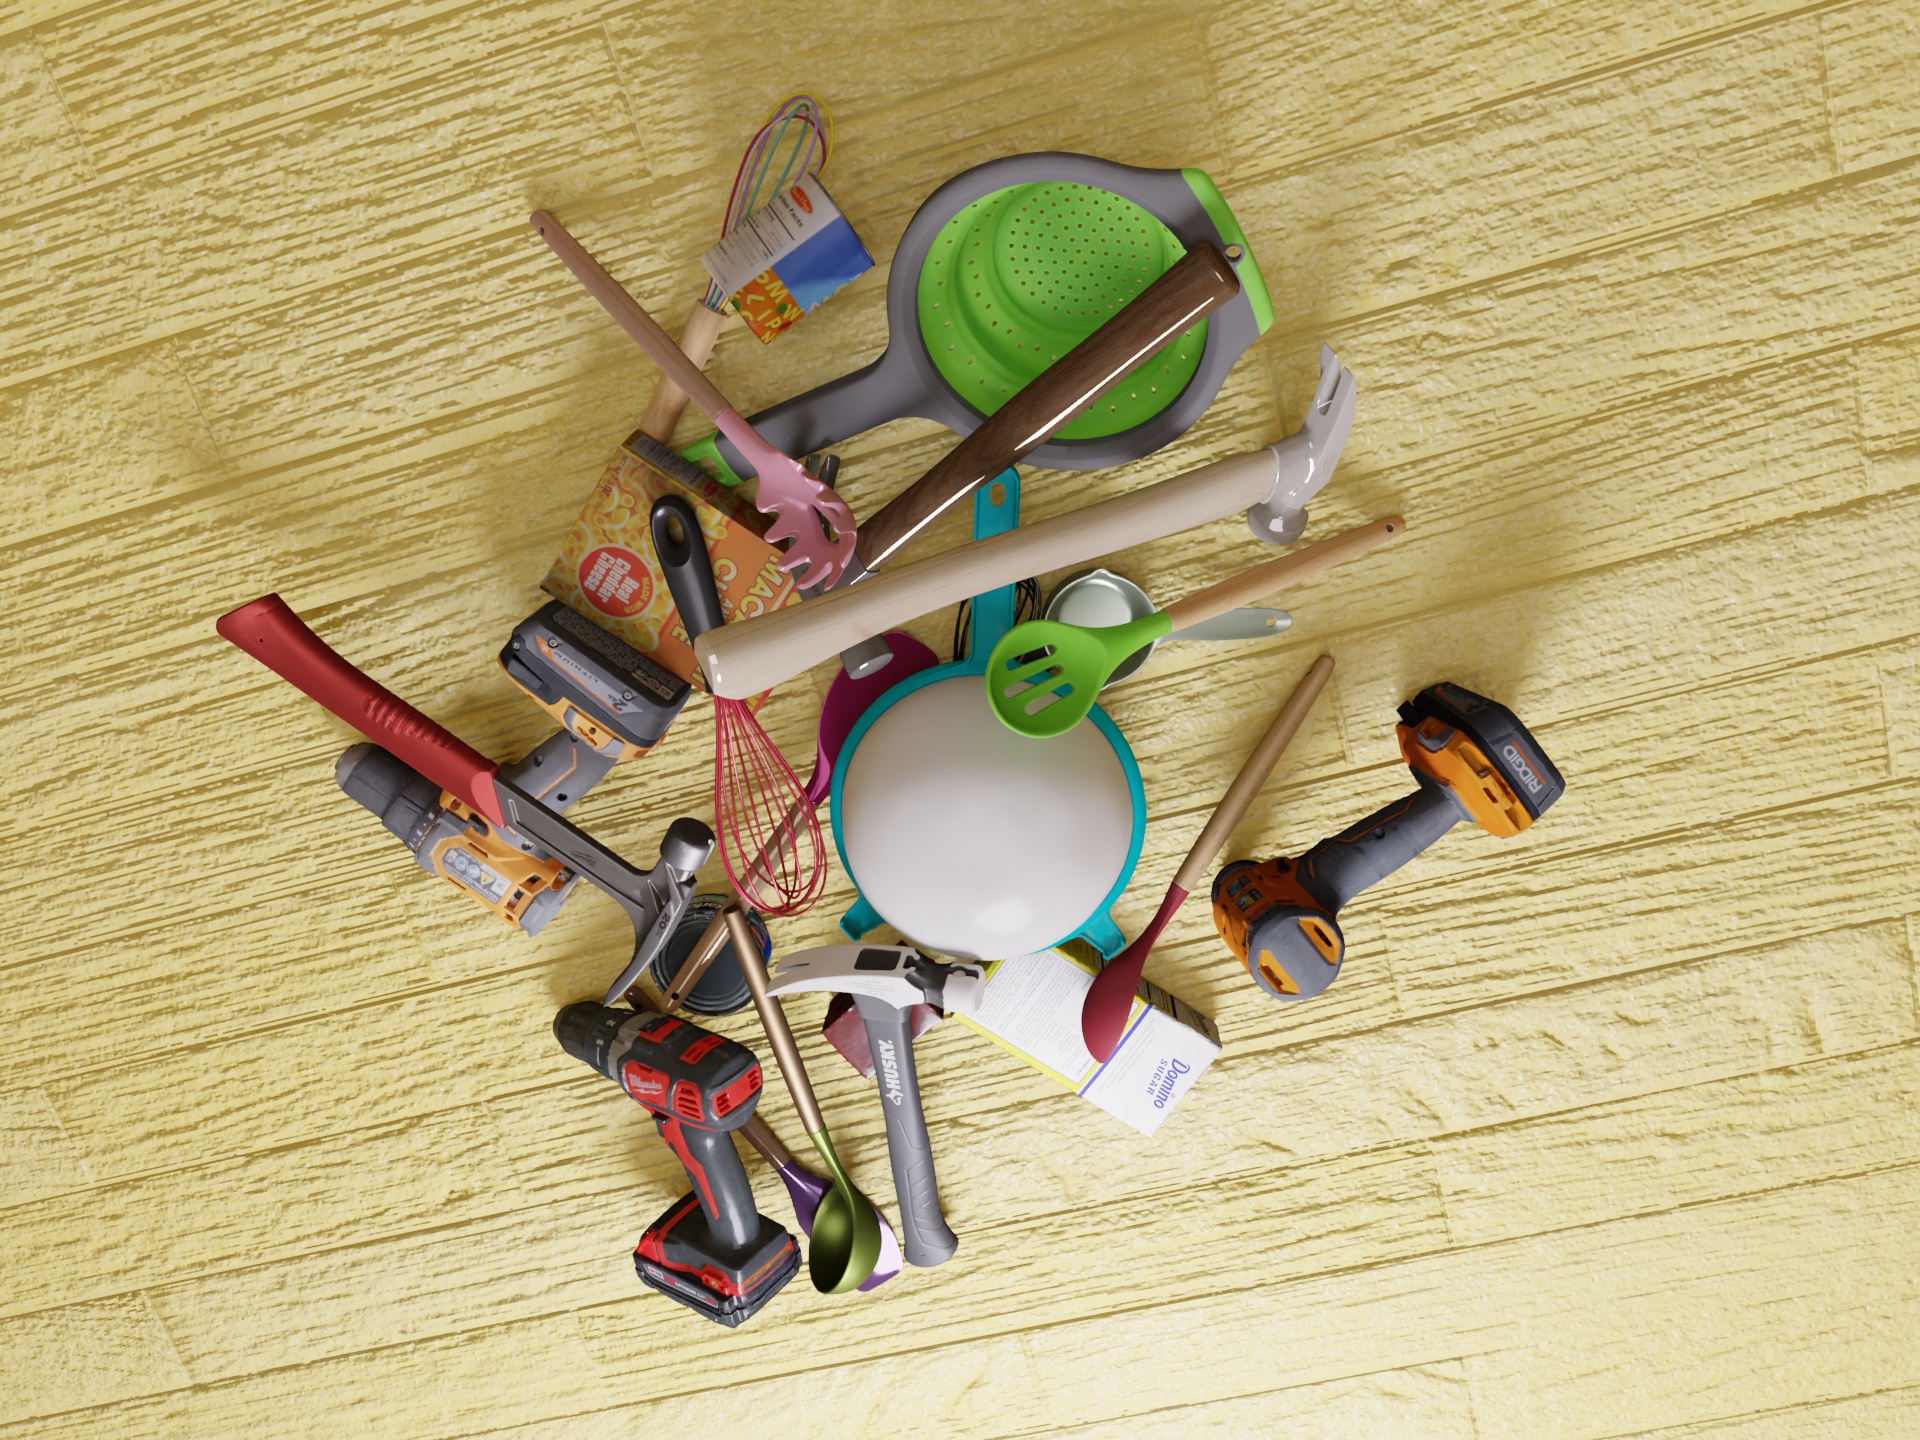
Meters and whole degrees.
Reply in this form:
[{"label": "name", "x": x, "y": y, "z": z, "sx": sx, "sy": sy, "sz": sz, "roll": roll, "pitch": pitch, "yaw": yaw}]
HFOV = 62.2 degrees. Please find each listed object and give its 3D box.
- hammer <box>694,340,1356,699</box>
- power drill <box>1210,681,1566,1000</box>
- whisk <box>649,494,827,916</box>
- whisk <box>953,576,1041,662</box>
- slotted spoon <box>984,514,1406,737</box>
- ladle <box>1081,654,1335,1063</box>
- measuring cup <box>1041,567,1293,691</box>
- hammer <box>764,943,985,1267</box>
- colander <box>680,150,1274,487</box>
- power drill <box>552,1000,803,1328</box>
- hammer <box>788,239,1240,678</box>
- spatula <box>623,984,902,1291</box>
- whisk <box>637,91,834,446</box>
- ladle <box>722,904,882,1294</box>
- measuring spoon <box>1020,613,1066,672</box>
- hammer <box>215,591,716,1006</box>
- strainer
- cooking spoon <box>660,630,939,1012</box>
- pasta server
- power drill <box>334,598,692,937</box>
[{"label": "hammer", "x": 0.045, "y": -0.105, "z": 0.913, "sx": 0.410, "sy": 0.038, "sz": 0.146, "roll": -21, "pitch": 151, "yaw": -19}, {"label": "power drill", "x": 0.262, "y": 0.076, "z": 1.043, "sx": 0.226, "sy": 0.164, "sz": 0.084, "roll": -40, "pitch": 102, "yaw": 3}, {"label": "whisk", "x": -0.150, "y": -0.004, "z": 1.039, "sx": 0.073, "sy": 0.073, "sz": 0.295, "roll": -12, "pitch": 106, "yaw": 8}, {"label": "whisk", "x": -0.003, "y": -0.004, "z": 1.082, "sx": 0.055, "sy": 0.055, "sz": 0.239, "roll": 21, "pitch": 114, "yaw": -3}, {"label": "slotted spoon", "x": 0.150, "y": -0.069, "z": 0.988, "sx": 0.313, "sy": 0.031, "sz": 0.070, "roll": -23, "pitch": 93, "yaw": -18}, {"label": "ladle", "x": 0.164, "y": 0.091, "z": 1.075, "sx": 0.031, "sy": 0.069, "sz": 0.315, "roll": 31, "pitch": 93, "yaw": -10}, {"label": "measuring cup", "x": 0.135, "y": -0.066, "z": 1.058, "sx": 0.167, "sy": 0.038, "sz": 0.083, "roll": -3, "pitch": 107, "yaw": -5}, {"label": "hammer", "x": -0.045, "y": 0.283, "z": 1.132, "sx": 0.146, "sy": 0.035, "sz": 0.334, "roll": 6, "pitch": 130, "yaw": 15}, {"label": "colander", "x": -0.005, "y": -0.238, "z": 0.985, "sx": 0.397, "sy": 0.095, "sz": 0.204, "roll": -16, "pitch": 127, "yaw": 28}, {"label": "power drill", "x": -0.212, "y": 0.312, "z": 1.167, "sx": 0.188, "sy": 0.080, "sz": 0.226, "roll": 10, "pitch": 119, "yaw": 37}, {"label": "hammer", "x": 0.021, "y": -0.164, "z": 0.929, "sx": 0.331, "sy": 0.031, "sz": 0.130, "roll": -35, "pitch": 78, "yaw": 29}, {"label": "spatula", "x": -0.150, "y": 0.319, "z": 1.216, "sx": 0.060, "sy": 0.018, "sz": 0.315, "roll": -35, "pitch": 104, "yaw": 12}, {"label": "whisk", "x": -0.145, "y": -0.278, "z": 1.001, "sx": 0.047, "sy": 0.051, "sz": 0.245, "roll": 27, "pitch": 112, "yaw": -11}, {"label": "ladle", "x": -0.124, "y": 0.278, "z": 1.148, "sx": 0.062, "sy": 0.078, "sz": 0.320, "roll": -23, "pitch": 111, "yaw": -16}, {"label": "measuring spoon", "x": 0.042, "y": -0.017, "z": 1.087, "sx": 0.034, "sy": 0.018, "sz": 0.124, "roll": 24, "pitch": 108, "yaw": -4}, {"label": "hammer", "x": -0.337, "y": 0.037, "z": 1.049, "sx": 0.359, "sy": 0.037, "sz": 0.149, "roll": 34, "pitch": 116, "yaw": 3}, {"label": "strainer", "x": 0.015, "y": 0.013, "z": 0.998, "sx": 0.211, "sy": 0.095, "sz": 0.340, "roll": 3, "pitch": 109, "yaw": 5}, {"label": "cooking spoon", "x": -0.119, "y": 0.075, "z": 1.108, "sx": 0.068, "sy": 0.017, "sz": 0.319, "roll": 33, "pitch": 98, "yaw": -11}, {"label": "pasta server", "x": -0.168, "y": -0.204, "z": 0.977, "sx": 0.316, "sy": 0.040, "sz": 0.060, "roll": 47, "pitch": 131, "yaw": 10}, {"label": "power drill", "x": -0.313, "y": 0.021, "z": 1.098, "sx": 0.185, "sy": 0.084, "sz": 0.226, "roll": 36, "pitch": 112, "yaw": -6}]
